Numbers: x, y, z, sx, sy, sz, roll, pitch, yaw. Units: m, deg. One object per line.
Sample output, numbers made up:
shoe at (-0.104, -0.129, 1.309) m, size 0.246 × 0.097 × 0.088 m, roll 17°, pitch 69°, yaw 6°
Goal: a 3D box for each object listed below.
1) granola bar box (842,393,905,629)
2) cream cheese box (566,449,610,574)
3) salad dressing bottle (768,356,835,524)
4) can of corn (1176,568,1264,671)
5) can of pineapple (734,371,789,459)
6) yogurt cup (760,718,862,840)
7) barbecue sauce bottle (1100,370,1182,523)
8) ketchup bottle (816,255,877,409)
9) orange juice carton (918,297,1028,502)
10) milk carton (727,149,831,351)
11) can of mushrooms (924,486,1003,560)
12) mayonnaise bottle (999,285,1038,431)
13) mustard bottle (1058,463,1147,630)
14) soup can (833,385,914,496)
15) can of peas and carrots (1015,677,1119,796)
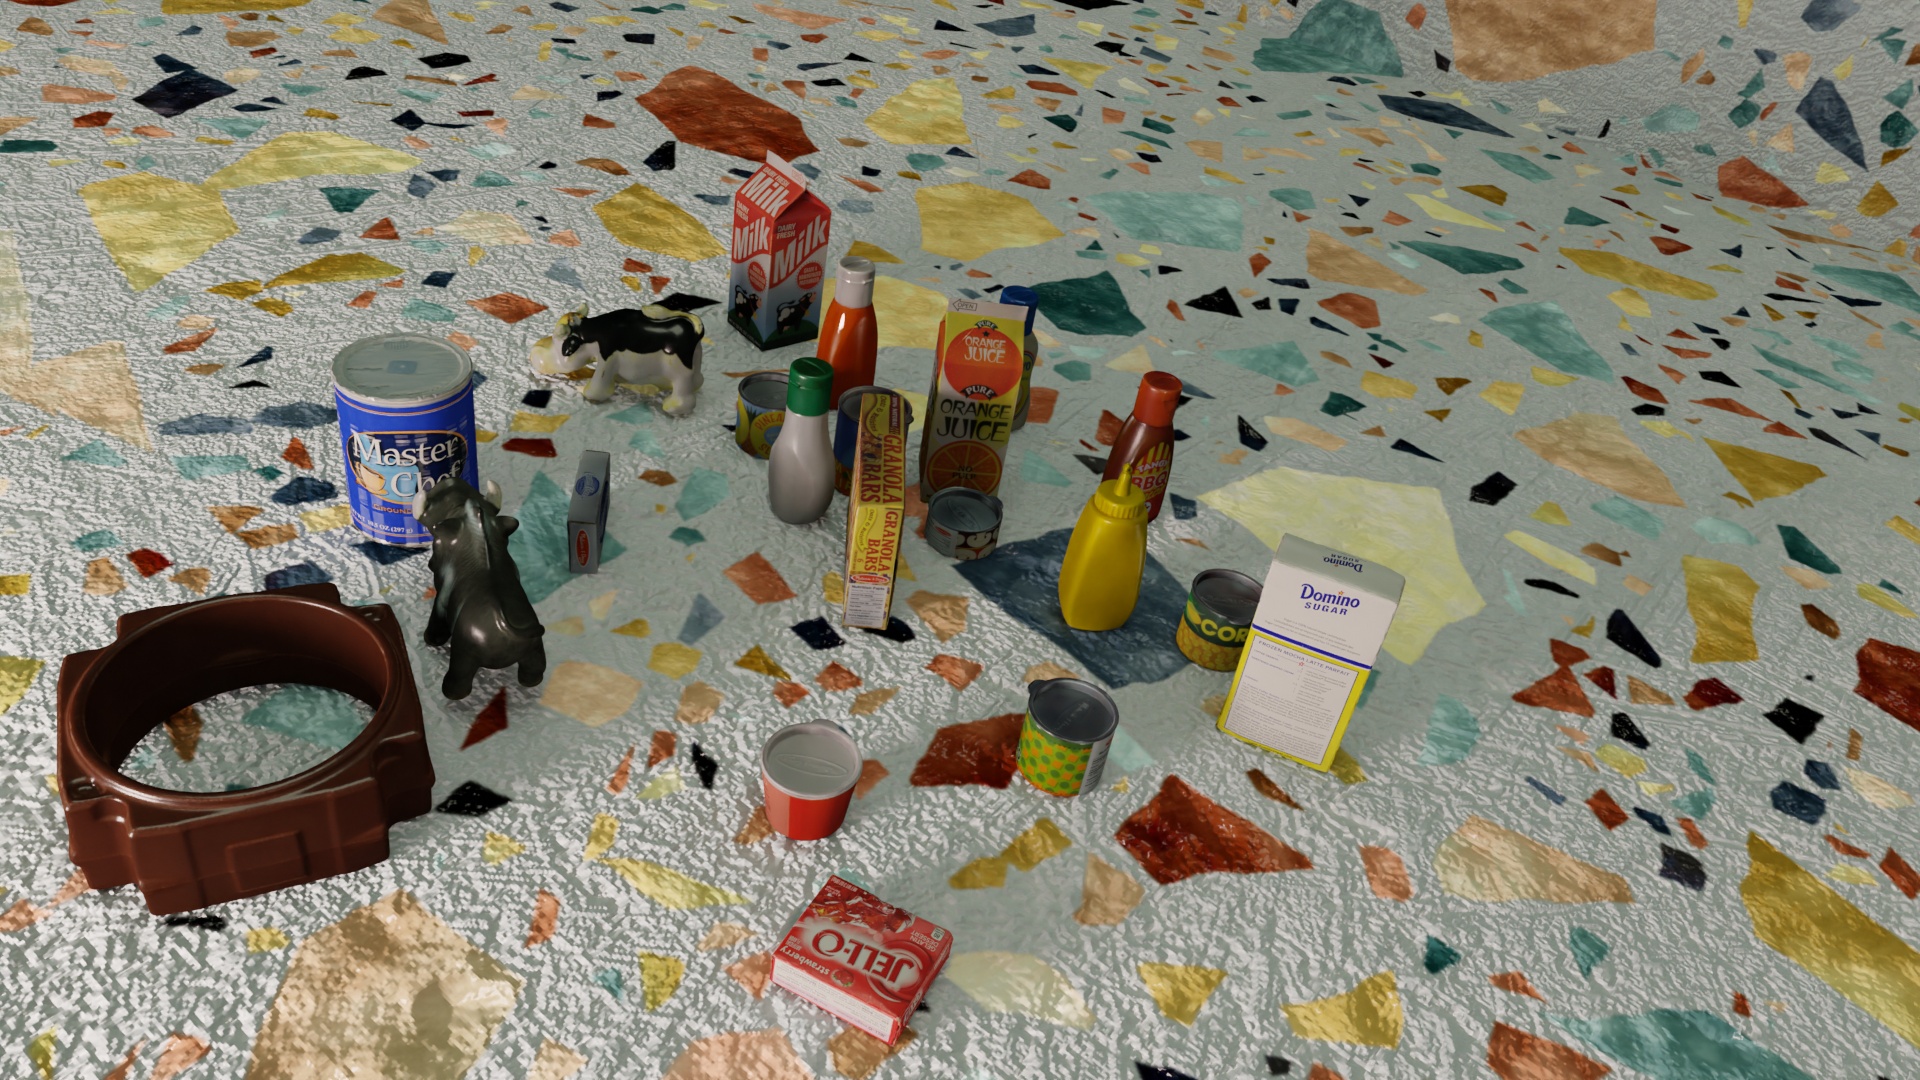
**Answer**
granola bar box at (-0.070, -0.026, 1.143) m, size 0.039 × 0.123 × 0.166 m, roll 6°, pitch 36°, yaw -7°
cream cheese box at (-0.305, -0.024, 1.140) m, size 0.024 × 0.053 × 0.104 m, roll 4°, pitch 37°, yaw -10°
salad dressing bottle at (-0.133, -0.084, 1.186) m, size 0.064 × 0.146 × 0.044 m, roll 34°, pitch 42°, yaw 29°
can of corn at (0.217, 0.067, 1.146) m, size 0.071 × 0.058 × 0.071 m, roll 7°, pitch 36°, yaw -5°
can of pineapple at (-0.175, -0.115, 1.292) m, size 0.071 × 0.057 × 0.071 m, roll 7°, pitch 36°, yaw -5°
yogurt cup at (-0.102, 0.165, 0.937) m, size 0.072 × 0.053 × 0.073 m, roll 7°, pitch 36°, yaw -5°
barbecue sauce bottle at (0.165, -0.082, 1.257) m, size 0.065 × 0.147 × 0.044 m, roll -13°, pitch 42°, yaw -29°
ketchup bottle at (-0.108, -0.201, 1.348) m, size 0.065 × 0.148 × 0.043 m, roll -24°, pitch 48°, yaw -38°
orange juice carton at (0.010, -0.129, 1.244) m, size 0.072 × 0.191 × 0.073 m, roll 5°, pitch 36°, yaw -7°
milk carton at (-0.186, -0.298, 1.423) m, size 0.074 × 0.189 × 0.072 m, roll -21°, pitch 46°, yaw -36°
can of mushrooms at (0.004, -0.015, 1.224) m, size 0.071 × 0.033 × 0.071 m, roll 7°, pitch 36°, yaw -5°
mayonnaise bottle at (0.045, -0.174, 1.352) m, size 0.065 × 0.147 × 0.041 m, roll -16°, pitch 44°, yaw -32°
mustard bottle at (0.121, 0.001, 1.125) m, size 0.065 × 0.159 × 0.049 m, roll 2°, pitch 37°, yaw -12°
soup can at (-0.080, -0.086, 1.256) m, size 0.071 × 0.083 × 0.072 m, roll 7°, pitch 36°, yaw -5°
can of peas and carrots at (0.075, 0.142, 1.009) m, size 0.071 × 0.058 × 0.071 m, roll 7°, pitch 36°, yaw -5°
